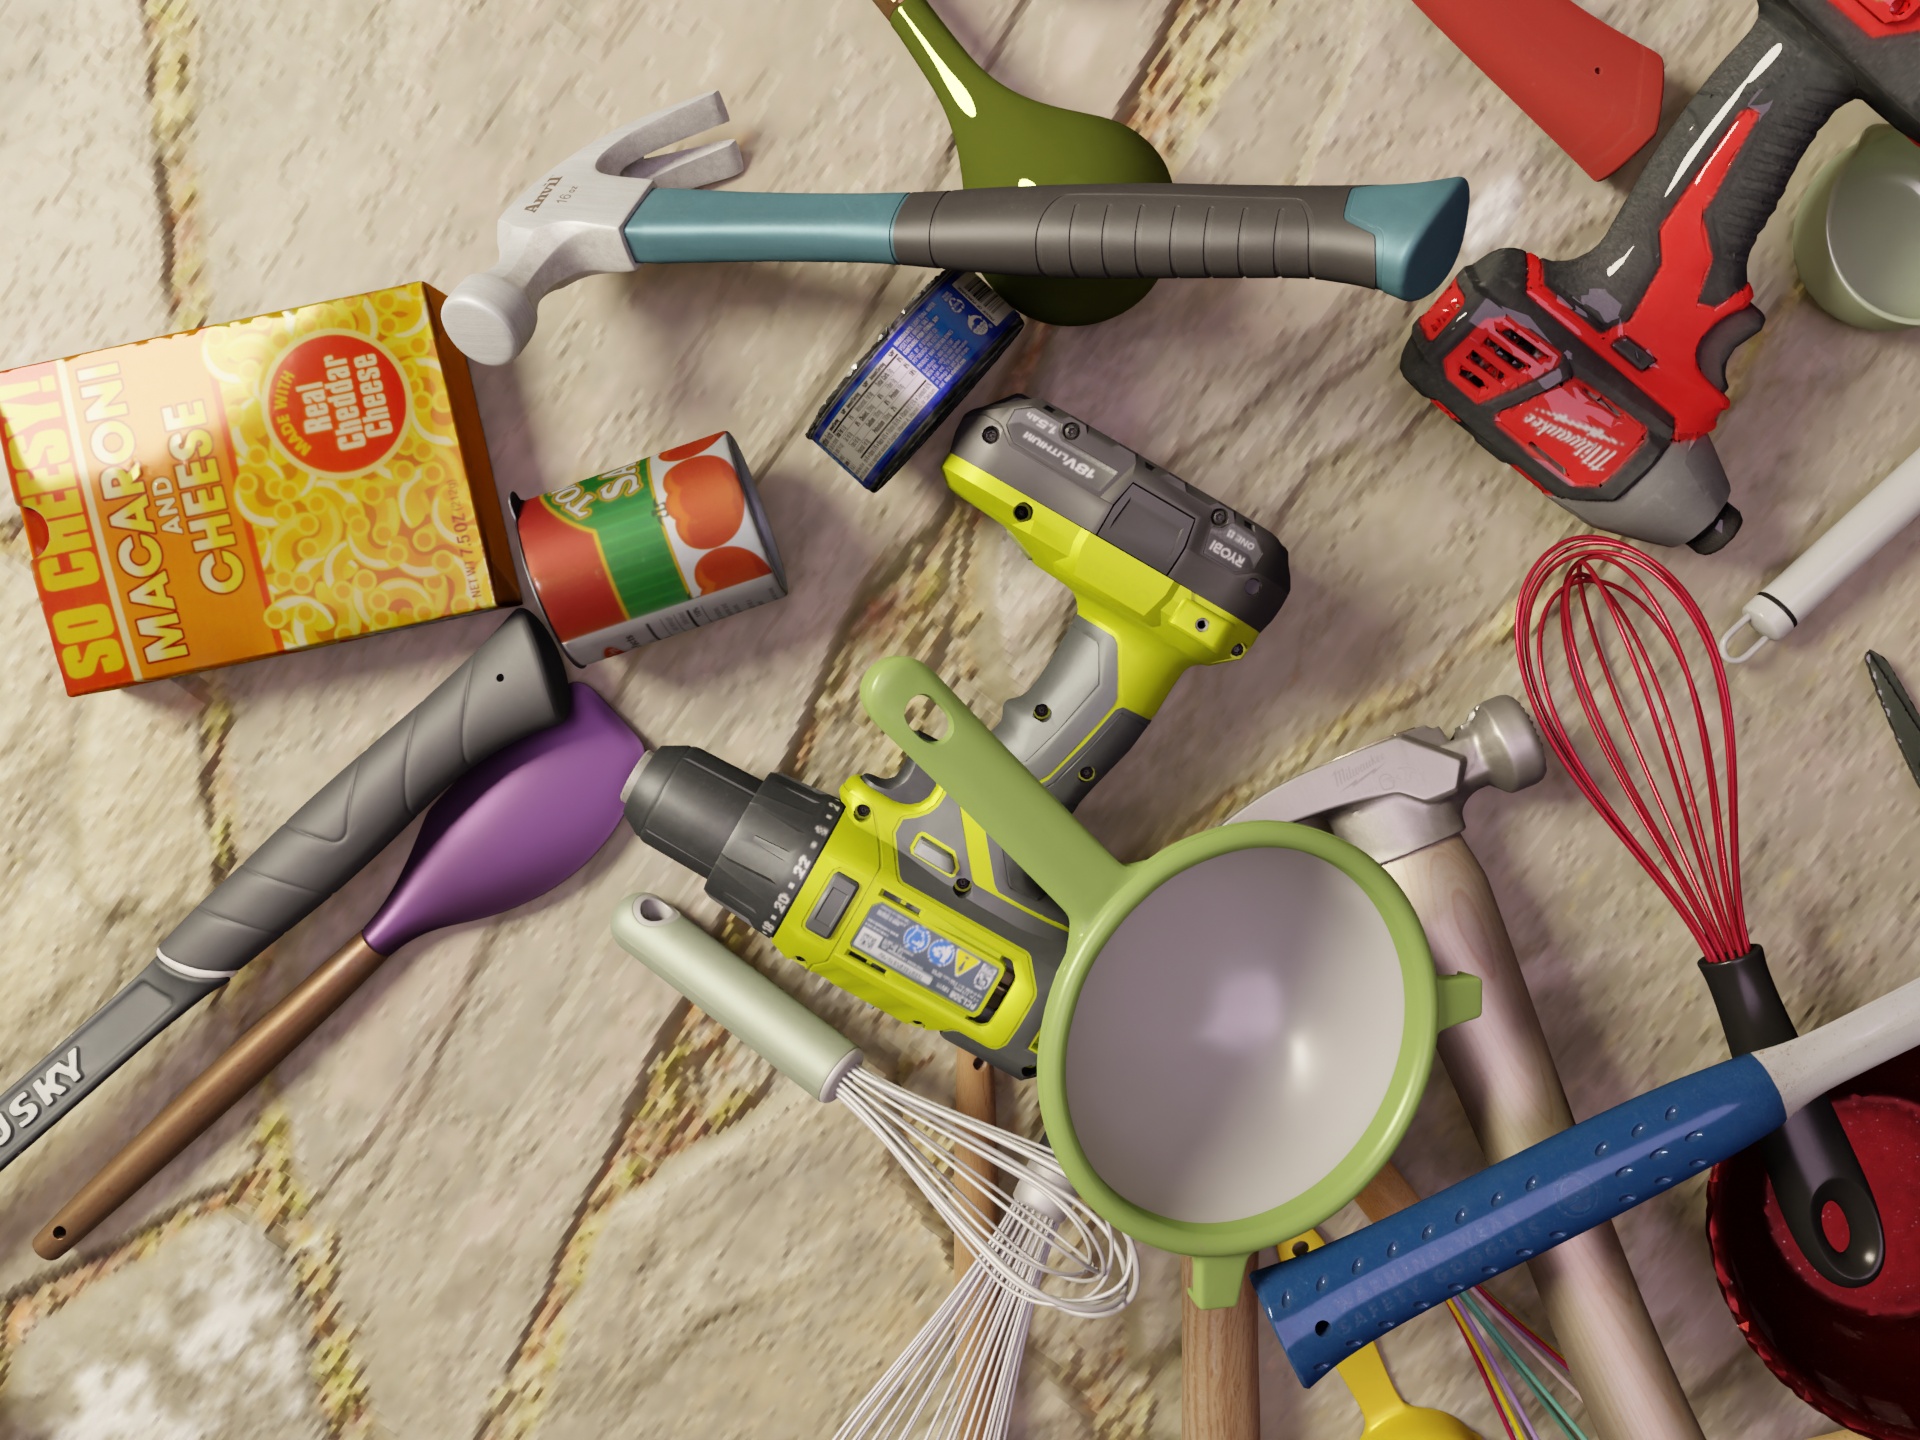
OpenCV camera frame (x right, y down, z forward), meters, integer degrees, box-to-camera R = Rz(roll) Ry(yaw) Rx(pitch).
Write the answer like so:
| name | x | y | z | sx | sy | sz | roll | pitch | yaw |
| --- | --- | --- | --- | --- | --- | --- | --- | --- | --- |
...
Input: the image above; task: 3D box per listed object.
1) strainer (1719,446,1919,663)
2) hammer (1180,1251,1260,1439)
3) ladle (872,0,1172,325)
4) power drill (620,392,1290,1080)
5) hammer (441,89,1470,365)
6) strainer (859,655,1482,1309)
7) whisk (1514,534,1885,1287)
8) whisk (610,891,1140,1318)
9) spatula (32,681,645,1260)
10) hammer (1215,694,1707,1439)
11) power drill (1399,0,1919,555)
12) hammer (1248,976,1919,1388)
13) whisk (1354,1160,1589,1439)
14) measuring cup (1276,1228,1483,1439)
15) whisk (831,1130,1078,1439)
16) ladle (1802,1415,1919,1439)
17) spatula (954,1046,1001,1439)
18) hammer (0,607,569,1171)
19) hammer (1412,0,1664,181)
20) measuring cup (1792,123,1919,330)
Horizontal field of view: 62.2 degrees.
| name | x | y | z | sx | sy | sz | roll | pitch | yaw |
| --- | --- | --- | --- | --- | --- | --- | --- | --- | --- |
| strainer | 0.395 | -0.112 | 0.614 | 0.258 | 0.050 | 0.086 | -44 | 109 | 6 |
| hammer | 0.103 | 0.335 | 0.639 | 0.130 | 0.031 | 0.331 | -2 | 91 | -22 |
| ladle | -0.032 | -0.283 | 0.593 | 0.078 | 0.062 | 0.320 | -37 | 88 | 21 |
| power drill | -0.001 | -0.002 | 0.598 | 0.190 | 0.080 | 0.228 | 30 | 96 | -3 |
| hammer | -0.005 | -0.162 | 0.529 | 0.331 | 0.033 | 0.128 | 7 | 53 | 19 |
| strainer | 0.051 | 0.068 | 0.542 | 0.151 | 0.069 | 0.256 | -47 | 108 | -8 |
| whisk | 0.282 | 0.069 | 0.595 | 0.073 | 0.073 | 0.296 | -20 | 86 | 1 |
| whisk | -0.038 | 0.137 | 0.590 | 0.246 | 0.058 | 0.059 | 33 | 123 | 20 |
| spatula | -0.249 | 0.107 | 0.631 | 0.316 | 0.018 | 0.060 | -42 | 91 | 2 |
| hammer | 0.221 | 0.204 | 0.592 | 0.146 | 0.038 | 0.411 | -22 | 81 | 2 |
| power drill | 0.280 | -0.165 | 0.559 | 0.143 | 0.079 | 0.219 | 37 | 118 | -7 |
| hammer | 0.288 | 0.117 | 0.554 | 0.405 | 0.035 | 0.144 | -27 | 93 | 1 |
| whisk | 0.207 | 0.242 | 0.640 | 0.047 | 0.051 | 0.245 | -38 | 92 | 8 |
| measuring cup | 0.168 | 0.272 | 0.647 | 0.062 | 0.029 | 0.156 | -28 | 97 | 1 |
| whisk | 0.017 | 0.208 | 0.605 | 0.070 | 0.070 | 0.285 | 28 | 77 | -3 |
| ladle | 0.217 | 0.311 | 0.604 | 0.315 | 0.031 | 0.069 | -15 | 85 | -1 |
| spatula | 0.013 | 0.280 | 0.639 | 0.082 | 0.044 | 0.317 | -3 | 94 | -20 |
| hammer | -0.311 | 0.102 | 0.612 | 0.409 | 0.036 | 0.149 | -42 | 81 | 0 |
| hammer | 0.118 | -0.331 | 0.589 | 0.359 | 0.037 | 0.149 | 44 | 93 | -4 |
| measuring cup | 0.394 | -0.213 | 0.605 | 0.167 | 0.038 | 0.083 | -36 | 95 | 0 |
